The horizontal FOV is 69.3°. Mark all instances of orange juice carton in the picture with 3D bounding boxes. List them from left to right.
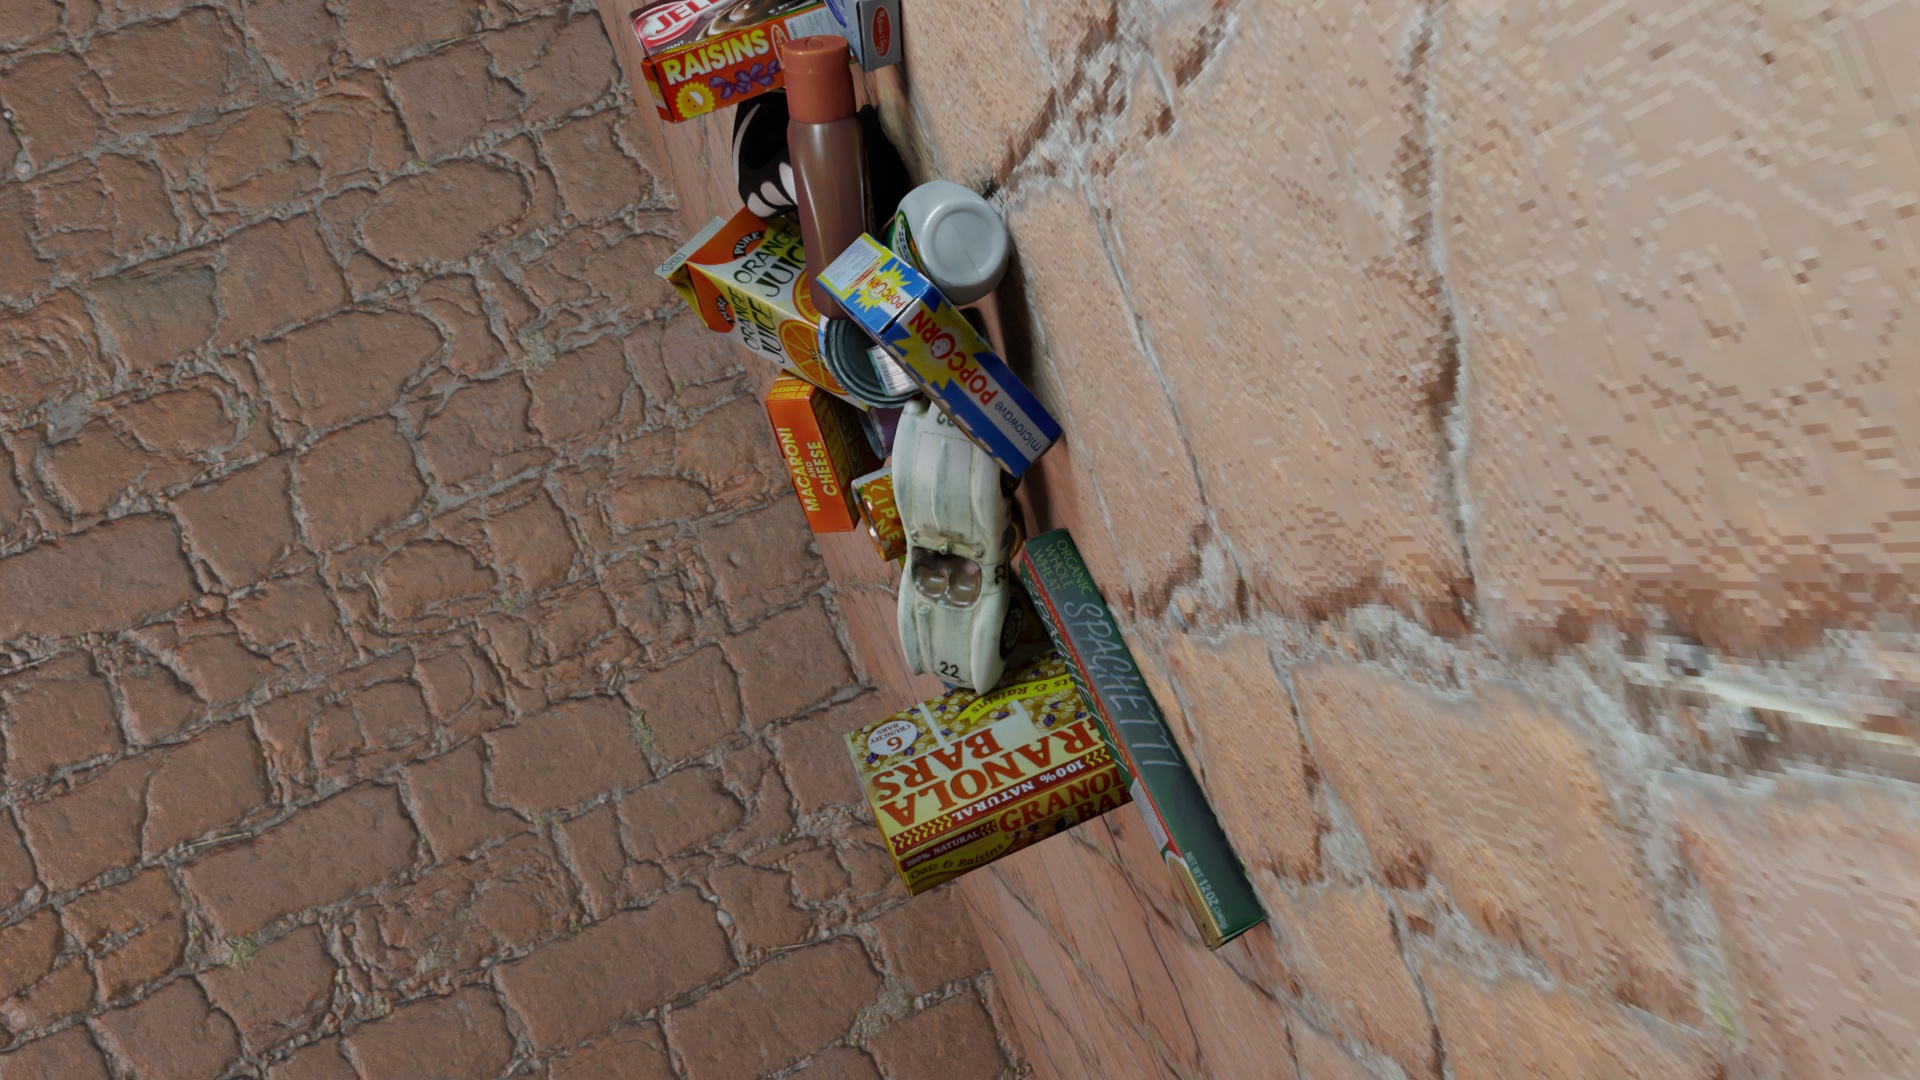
[{"bbox_3d":[-0.123,-0.175,0.985,0.193,0.072,0.072,29,154,21],"label":"orange juice carton"}]

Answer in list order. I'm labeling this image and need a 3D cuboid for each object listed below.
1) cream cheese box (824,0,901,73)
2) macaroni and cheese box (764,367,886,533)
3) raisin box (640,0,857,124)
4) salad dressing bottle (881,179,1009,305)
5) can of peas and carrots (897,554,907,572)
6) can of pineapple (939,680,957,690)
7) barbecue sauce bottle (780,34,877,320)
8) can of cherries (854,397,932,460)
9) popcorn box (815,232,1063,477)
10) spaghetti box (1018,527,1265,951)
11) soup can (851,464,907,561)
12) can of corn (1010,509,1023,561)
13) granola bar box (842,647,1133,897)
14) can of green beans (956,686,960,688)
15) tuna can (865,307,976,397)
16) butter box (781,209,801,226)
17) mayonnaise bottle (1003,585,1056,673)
[{"bbox_3d":[-0.063,-0.306,0.742,0.053,0.024,0.104,91,155,-67],"label":"cream cheese box"},{"bbox_3d":[-0.092,-0.104,1.076,0.167,0.040,0.123,-70,-28,-48],"label":"macaroni and cheese box"},{"bbox_3d":[-0.125,-0.288,0.830,0.086,0.123,0.040,-132,21,-64],"label":"raisin box"},{"bbox_3d":[-0.013,-0.159,0.744,0.064,0.044,0.148,61,175,-16],"label":"salad dressing bottle"},{"bbox_3d":[-0.016,0.011,1.094,0.071,0.071,0.058,153,94,-81],"label":"can of peas and carrots"},{"bbox_3d":[0.000,0.085,1.166,0.070,0.071,0.058,78,166,-47],"label":"can of pineapple"},{"bbox_3d":[-0.072,-0.202,0.774,0.065,0.044,0.147,-109,11,-56],"label":"barbecue sauce bottle"},{"bbox_3d":[-0.045,-0.102,1.016,0.071,0.058,0.071,160,88,-82],"label":"can of cherries"},{"bbox_3d":[-0.010,-0.096,0.728,0.126,0.038,0.085,43,-177,-39],"label":"popcorn box"},{"bbox_3d":[0.098,0.108,0.789,0.050,0.029,0.251,90,156,-67],"label":"spaghetti box"},{"bbox_3d":[-0.029,-0.027,1.022,0.071,0.084,0.071,159,88,-80],"label":"soup can"},{"bbox_3d":[0.003,-0.012,0.939,0.070,0.071,0.058,79,165,-50],"label":"can of corn"},{"bbox_3d":[0.022,0.137,0.861,0.124,0.166,0.039,-127,18,-56],"label":"granola bar box"},{"bbox_3d":[0.023,0.087,1.048,0.071,0.071,0.057,-124,15,-51],"label":"can of green beans"},{"bbox_3d":[-0.020,-0.113,0.832,0.071,0.071,0.032,-153,41,-76],"label":"tuna can"},{"bbox_3d":[-0.107,-0.250,1.039,0.104,0.053,0.024,-127,20,-55],"label":"butter box"},{"bbox_3d":[0.026,0.060,0.989,0.148,0.065,0.041,-119,32,-57],"label":"mayonnaise bottle"}]
